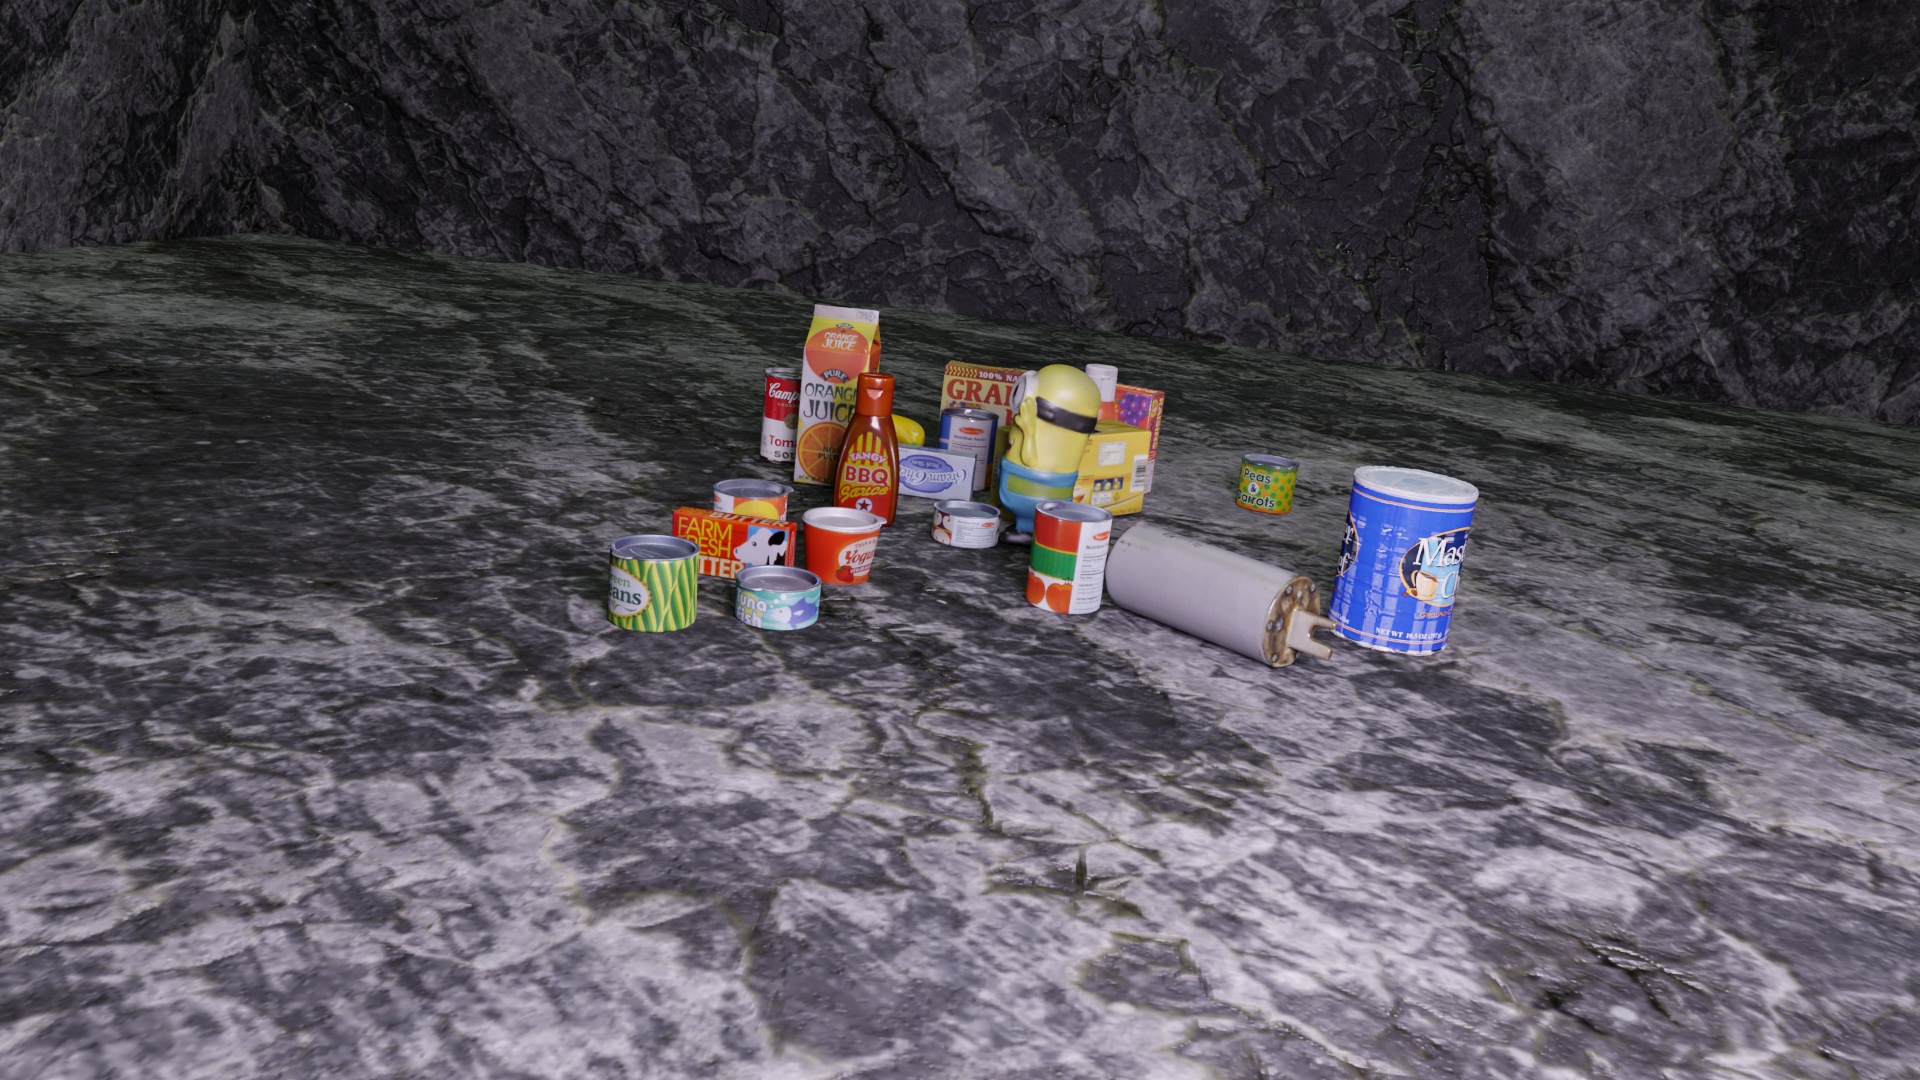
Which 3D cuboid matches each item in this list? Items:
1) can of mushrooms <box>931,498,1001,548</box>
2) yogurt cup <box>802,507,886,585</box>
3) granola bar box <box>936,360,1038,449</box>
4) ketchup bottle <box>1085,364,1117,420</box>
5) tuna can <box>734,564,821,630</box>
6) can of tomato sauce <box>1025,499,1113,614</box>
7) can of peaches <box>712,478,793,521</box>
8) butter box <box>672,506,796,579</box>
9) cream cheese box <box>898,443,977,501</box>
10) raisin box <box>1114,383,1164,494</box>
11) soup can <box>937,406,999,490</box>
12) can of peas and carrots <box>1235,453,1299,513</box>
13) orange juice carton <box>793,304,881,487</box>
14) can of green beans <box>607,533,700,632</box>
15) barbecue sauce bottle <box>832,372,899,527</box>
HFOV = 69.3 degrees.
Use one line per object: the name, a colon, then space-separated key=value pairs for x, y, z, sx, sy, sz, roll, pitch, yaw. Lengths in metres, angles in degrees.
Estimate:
can of mushrooms: x=0.005 y=-0.017 z=1.357 sx=0.071 sy=0.033 sz=0.071 roll=6 pitch=15 yaw=-2
yogurt cup: x=-0.104 y=0.005 z=1.195 sx=0.072 sy=0.053 sz=0.072 roll=6 pitch=15 yaw=-2
granola bar box: x=0.059 y=-0.143 z=1.664 sx=0.166 sy=0.123 sz=0.039 roll=8 pitch=15 yaw=6
ketchup bottle: x=0.154 y=-0.127 z=1.598 sx=0.065 sy=0.148 sz=0.043 roll=3 pitch=15 yaw=-13
tuna can: x=-0.144 y=0.044 z=1.077 sx=0.071 sy=0.032 sz=0.071 roll=6 pitch=15 yaw=-2
can of tomato sauce: x=0.091 y=0.013 z=1.191 sx=0.071 sy=0.082 sz=0.071 roll=6 pitch=15 yaw=-2
can of peaches: x=-0.187 y=-0.020 z=1.243 sx=0.071 sy=0.058 sz=0.071 roll=6 pitch=15 yaw=-2
butter box: x=-0.191 y=0.005 z=1.163 sx=0.103 sy=0.053 sz=0.024 roll=9 pitch=15 yaw=8
cream cheese box: x=-0.036 y=-0.073 z=1.507 sx=0.104 sy=0.053 sz=0.024 roll=8 pitch=15 yaw=4
raisin box: x=0.187 y=-0.121 z=1.639 sx=0.086 sy=0.123 sz=0.040 roll=15 pitch=17 yaw=29
soup can: x=0.007 y=-0.105 z=1.582 sx=0.071 sy=0.083 sz=0.071 roll=6 pitch=15 yaw=-2
can of peas and carrots: x=0.359 y=-0.067 z=1.634 sx=0.071 sy=0.058 sz=0.071 roll=6 pitch=15 yaw=-2
orange juice carton: x=-0.132 y=-0.158 z=1.510 sx=0.072 sy=0.192 sz=0.073 roll=8 pitch=15 yaw=5
can of green beans: x=-0.230 y=0.031 z=1.041 sx=0.071 sy=0.057 sz=0.071 roll=6 pitch=15 yaw=-2
barbecue sauce bottle: x=-0.089 y=-0.089 z=1.364 sx=0.065 sy=0.148 sz=0.044 roll=6 pitch=15 yaw=-1
